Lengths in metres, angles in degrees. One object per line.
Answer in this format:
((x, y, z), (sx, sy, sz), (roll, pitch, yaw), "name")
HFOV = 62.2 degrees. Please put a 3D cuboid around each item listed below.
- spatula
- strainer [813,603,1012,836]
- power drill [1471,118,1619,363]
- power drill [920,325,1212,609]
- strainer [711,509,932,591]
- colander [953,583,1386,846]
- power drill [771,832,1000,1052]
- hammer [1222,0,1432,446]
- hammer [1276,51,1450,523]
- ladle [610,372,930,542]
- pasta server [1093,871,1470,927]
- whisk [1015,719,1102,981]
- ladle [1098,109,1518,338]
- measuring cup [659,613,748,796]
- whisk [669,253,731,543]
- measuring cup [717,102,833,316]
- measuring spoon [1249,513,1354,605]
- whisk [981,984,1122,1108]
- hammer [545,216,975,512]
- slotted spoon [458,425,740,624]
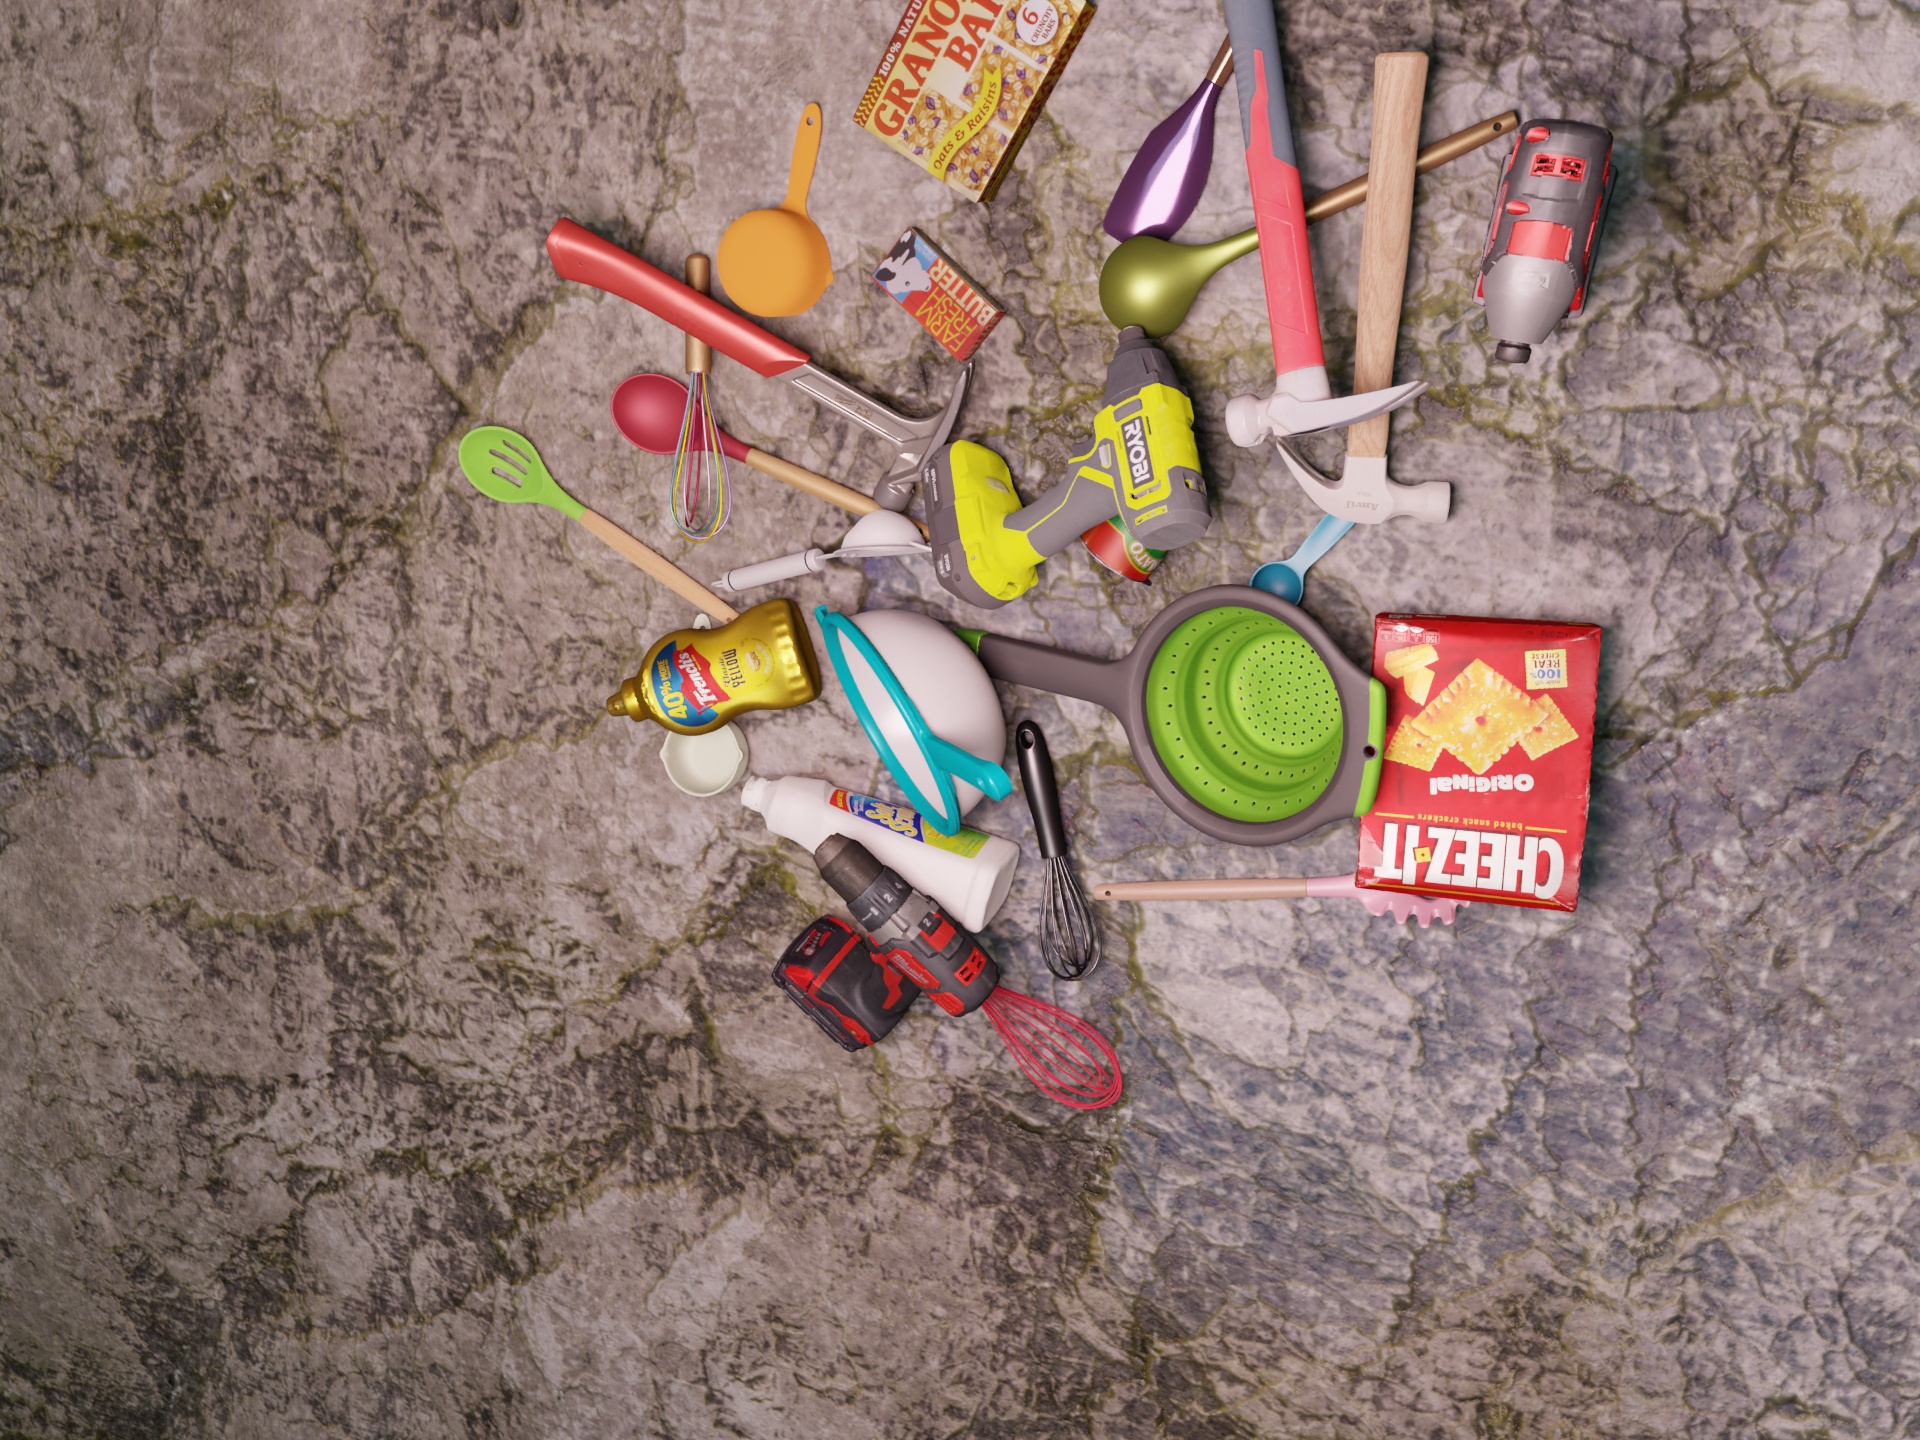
((0.201, -0.491, 1.166), (0.060, 0.018, 0.315), (32, 115, 5), "spatula")
((-0.002, -0.004, 1.265), (0.095, 0.340, 0.211), (-30, 109, -13), "strainer")
((0.380, -0.312, 1.042), (0.078, 0.220, 0.143), (13, 110, 16), "power drill")
((0.080, -0.190, 1.232), (0.223, 0.080, 0.171), (-22, 69, 36), "power drill")
((-0.120, -0.142, 1.367), (0.258, 0.087, 0.050), (-10, 87, 34), "strainer")
((0.172, -0.030, 1.291), (0.397, 0.094, 0.204), (16, 112, 35), "colander")
((-0.084, 0.194, 1.386), (0.188, 0.080, 0.226), (45, 146, -5), "power drill")
((0.233, -0.397, 1.117), (0.143, 0.038, 0.386), (-8, 91, 35), "hammer")
((0.302, -0.305, 1.152), (0.130, 0.031, 0.331), (4, 114, 12), "hammer")
((-0.160, -0.221, 1.379), (0.315, 0.031, 0.069), (25, 109, 10), "ladle")
((0.261, 0.141, 1.328), (0.316, 0.040, 0.060), (-4, 93, 23), "pasta server")
((0.079, 0.116, 1.386), (0.055, 0.055, 0.239), (-8, 99, 22), "whisk")
((0.251, -0.372, 1.178), (0.320, 0.062, 0.078), (-21, 102, 18), "ladle")
((-0.232, -0.014, 1.470), (0.083, 0.038, 0.167), (0, 89, 16), "measuring cup")
((-0.227, -0.273, 1.352), (0.047, 0.051, 0.245), (-1, 89, 59), "whisk")
((-0.147, -0.415, 1.298), (0.095, 0.052, 0.173), (22, 114, 13), "measuring cup")
((0.279, -0.137, 1.251), (0.042, 0.021, 0.128), (43, 106, 3), "measuring spoon")
((0.025, 0.247, 1.440), (0.296, 0.073, 0.073), (37, 115, 14), "whisk")
((-0.169, -0.314, 1.297), (0.359, 0.037, 0.149), (30, 126, -3), "hammer")
((-0.325, -0.171, 1.456), (0.314, 0.031, 0.070), (34, 115, 6), "slotted spoon")
